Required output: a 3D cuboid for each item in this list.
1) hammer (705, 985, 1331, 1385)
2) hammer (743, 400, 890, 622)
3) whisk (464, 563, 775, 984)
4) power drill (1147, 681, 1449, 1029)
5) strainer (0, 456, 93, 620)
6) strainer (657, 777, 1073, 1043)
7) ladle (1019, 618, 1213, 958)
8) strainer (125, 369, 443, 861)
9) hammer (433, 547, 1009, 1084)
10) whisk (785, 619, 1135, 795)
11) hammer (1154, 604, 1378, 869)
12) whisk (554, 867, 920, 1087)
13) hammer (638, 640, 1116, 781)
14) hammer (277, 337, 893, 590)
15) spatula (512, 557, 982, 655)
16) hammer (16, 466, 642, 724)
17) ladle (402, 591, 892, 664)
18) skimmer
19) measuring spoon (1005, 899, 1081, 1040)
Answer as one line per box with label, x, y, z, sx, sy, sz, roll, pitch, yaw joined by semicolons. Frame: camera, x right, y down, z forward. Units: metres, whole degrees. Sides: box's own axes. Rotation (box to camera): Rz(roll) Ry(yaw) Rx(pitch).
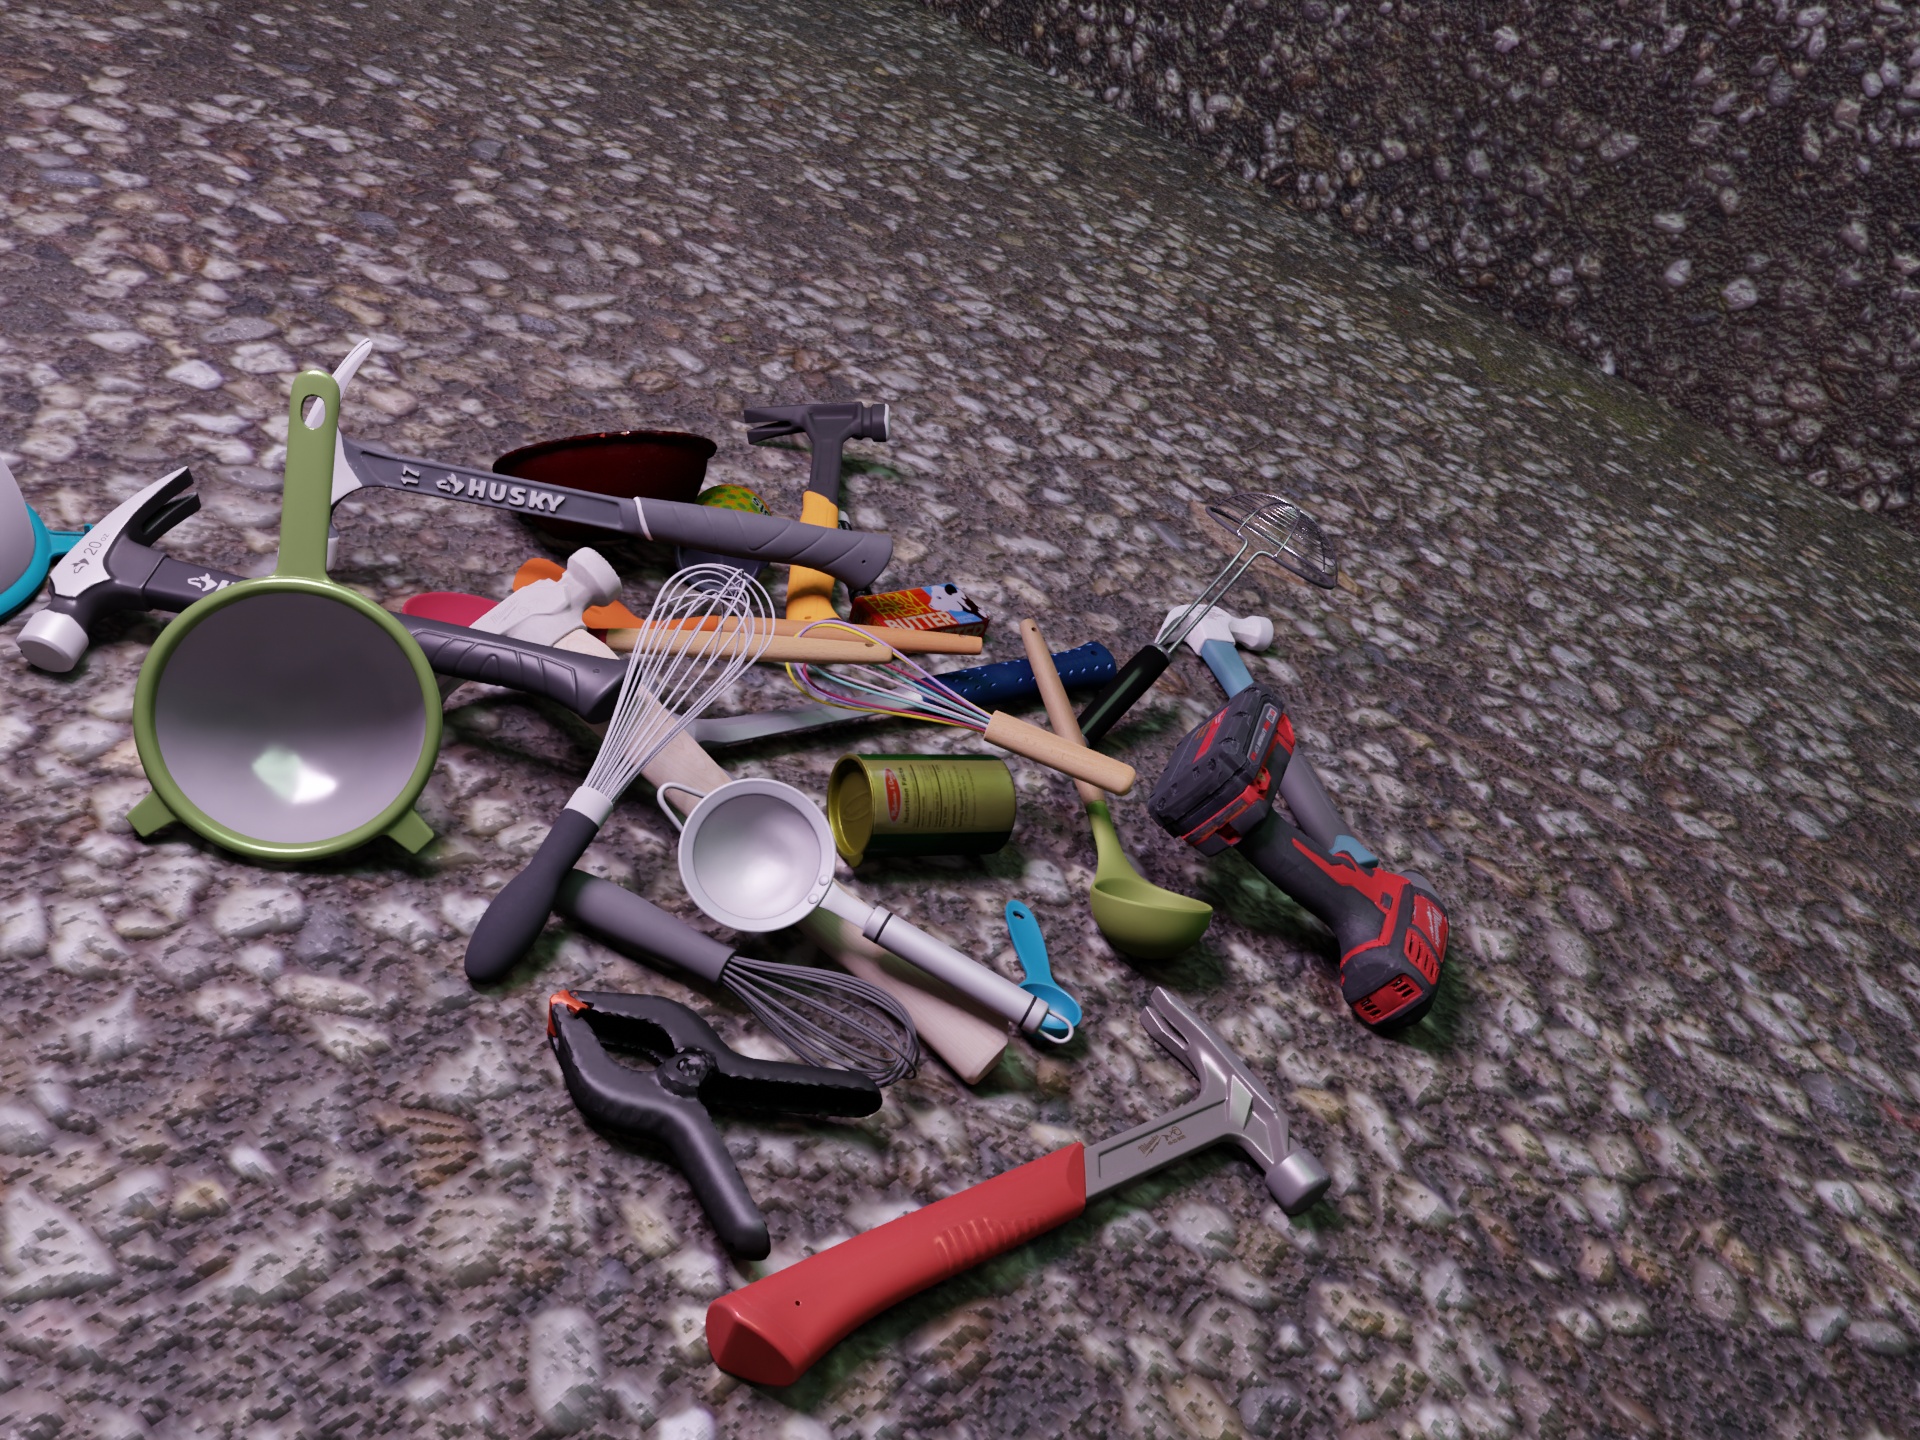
hammer;0.028;0.235;0.803;0.359;0.036;0.149;-10;44;-40
hammer;-0.121;-0.161;1.271;0.127;0.034;0.337;-2;40;0
whisk;-0.187;0.024;0.878;0.070;0.070;0.285;25;62;5
power drill;0.237;0.088;1.055;0.219;0.078;0.143;45;35;-4
strainer;-0.691;-0.161;0.902;0.340;0.095;0.211;26;33;4
strainer;-0.053;0.109;0.866;0.258;0.050;0.087;29;67;6
ladle;0.091;0.031;1.083;0.078;0.062;0.321;9;41;-26
strainer;-0.350;-0.056;0.852;0.151;0.256;0.069;5;4;-14
hammer;-0.139;0.066;0.924;0.411;0.038;0.146;41;67;17
whisk;-0.002;-0.001;1.045;0.245;0.051;0.047;22;55;6
hammer;0.244;0.011;1.254;0.128;0.033;0.331;7;36;-23
whisk;-0.127;0.132;0.853;0.239;0.055;0.055;24;33;12
hammer;-0.039;-0.010;1.118;0.405;0.035;0.144;-11;45;-40
hammer;-0.234;-0.146;1.077;0.408;0.149;0.036;7;16;-28
spatula;-0.144;-0.072;1.108;0.322;0.041;0.081;4;22;-5
hammer;-0.352;-0.058;0.931;0.335;0.035;0.146;13;52;0
ladle;-0.201;-0.052;1.025;0.315;0.031;0.069;4;31;2
skimmer;0.185;-0.071;1.275;0.127;0.090;0.363;36;57;14
measuring spoon;0.041;0.151;0.956;0.042;0.021;0.129;12;25;-14
